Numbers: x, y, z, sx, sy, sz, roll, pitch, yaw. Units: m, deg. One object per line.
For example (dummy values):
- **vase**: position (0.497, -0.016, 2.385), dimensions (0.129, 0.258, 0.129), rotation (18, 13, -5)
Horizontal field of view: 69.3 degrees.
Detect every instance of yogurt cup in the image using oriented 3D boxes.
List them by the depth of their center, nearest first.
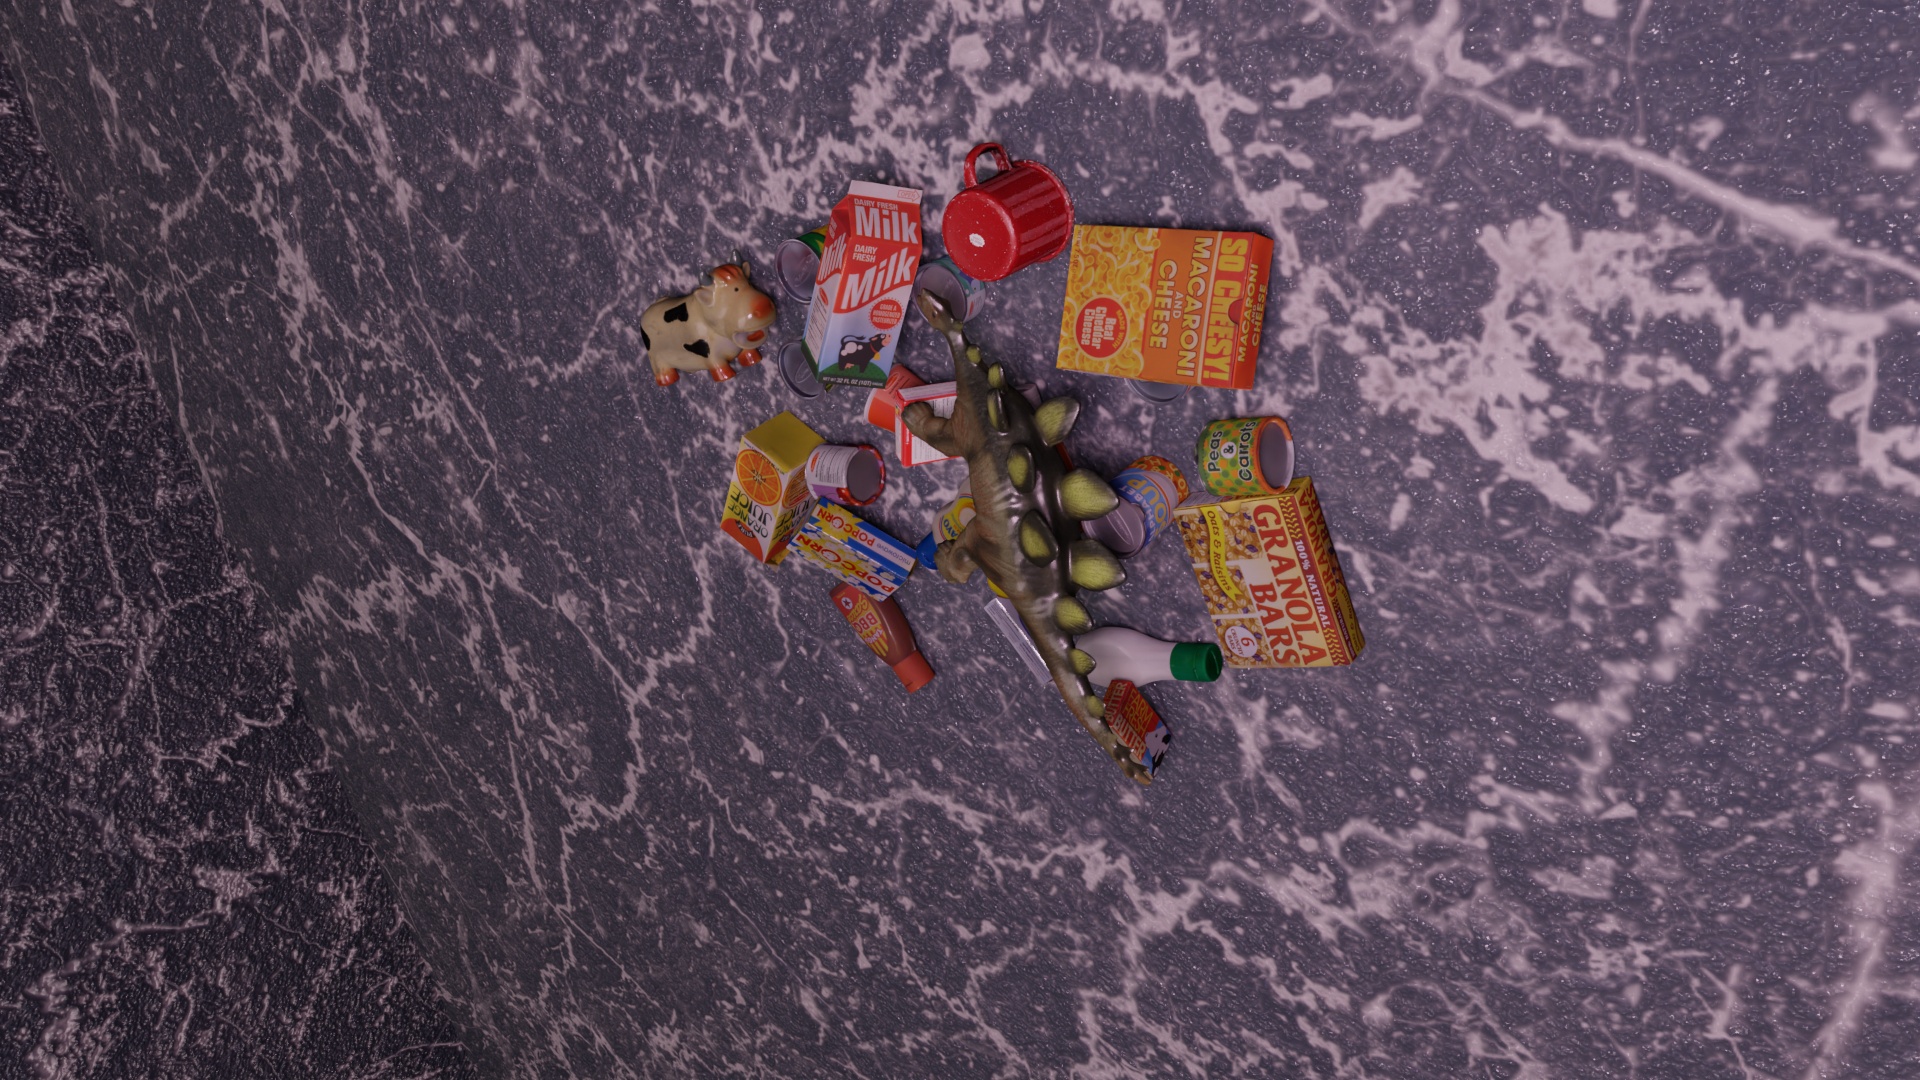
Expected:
- **yogurt cup**: position (-0.056, -0.136, 1.386), dimensions (0.054, 0.073, 0.072), rotation (31, 133, 12)

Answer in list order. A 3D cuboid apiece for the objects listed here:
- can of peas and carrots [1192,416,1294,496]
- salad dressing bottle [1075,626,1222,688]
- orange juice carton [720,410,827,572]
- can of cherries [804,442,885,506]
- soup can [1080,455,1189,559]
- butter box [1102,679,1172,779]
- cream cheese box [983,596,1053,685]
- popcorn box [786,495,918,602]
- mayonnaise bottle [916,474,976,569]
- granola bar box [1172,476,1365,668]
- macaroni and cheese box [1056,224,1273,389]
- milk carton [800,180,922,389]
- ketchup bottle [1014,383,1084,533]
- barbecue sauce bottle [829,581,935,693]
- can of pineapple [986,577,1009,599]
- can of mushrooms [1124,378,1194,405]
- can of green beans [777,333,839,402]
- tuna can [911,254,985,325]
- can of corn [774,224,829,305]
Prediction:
- **can of peas and carrots**: position (0.238, -0.071, 1.164), dimensions (0.058, 0.071, 0.070), rotation (-1, 115, 41)
- **salad dressing bottle**: position (0.182, 0.116, 1.352), dimensions (0.147, 0.044, 0.064), rotation (0, 121, 40)
- **orange juice carton**: position (-0.214, -0.046, 1.573), dimensions (0.072, 0.073, 0.191), rotation (38, 135, 16)
- **can of cherries**: position (-0.121, -0.070, 1.485), dimensions (0.058, 0.072, 0.071), rotation (5, 119, 38)
- **soup can**: position (0.160, -0.031, 1.247), dimensions (0.071, 0.084, 0.071), rotation (21, 128, 30)
- **butter box**: position (0.171, 0.186, 1.370), dimensions (0.024, 0.053, 0.103), rotation (3, 144, 41)
- **cream cheese box**: position (0.074, 0.093, 1.424), dimensions (0.104, 0.053, 0.024), rotation (53, 135, 1)
- **popcorn box**: position (-0.117, 0.011, 1.506), dimensions (0.126, 0.038, 0.085), rotation (31, 152, -10)
- **mayonnaise bottle**: position (0.005, -0.018, 1.422), dimensions (0.065, 0.041, 0.147), rotation (49, 136, 2)
- **granola bar box**: position (0.271, 0.033, 1.224), dimensions (0.124, 0.039, 0.165), rotation (-8, 111, 43)
- **macaroni and cheese box**: position (0.164, -0.192, 1.140), dimensions (0.166, 0.040, 0.123), rotation (12, 98, 36)
- **milk carton**: position (-0.091, -0.244, 1.308), dimensions (0.074, 0.072, 0.189), rotation (-119, 39, -51)
- **ketchup bottle**: position (0.076, -0.075, 1.323), dimensions (0.064, 0.044, 0.148), rotation (-2, 114, 43)
- **barbecue sauce bottle**: position (-0.085, 0.103, 1.577), dimensions (0.148, 0.044, 0.064), rotation (55, 136, -1)
- **can of pineapple**: position (0.068, 0.030, 1.380), dimensions (0.058, 0.071, 0.070), rotation (7, 120, 38)
- **can of mushrooms**: position (0.173, -0.154, 1.195), dimensions (0.071, 0.033, 0.070), rotation (22, 129, 30)
- **can of green beans**: position (-0.146, -0.185, 1.435), dimensions (0.071, 0.058, 0.071), rotation (21, 128, 30)
- **tuna can**: position (-0.013, -0.235, 1.306), dimensions (0.071, 0.033, 0.070), rotation (21, 128, 30)
- **can of corn**: position (-0.139, -0.272, 1.374), dimensions (0.071, 0.058, 0.070), rotation (21, 128, 30)
